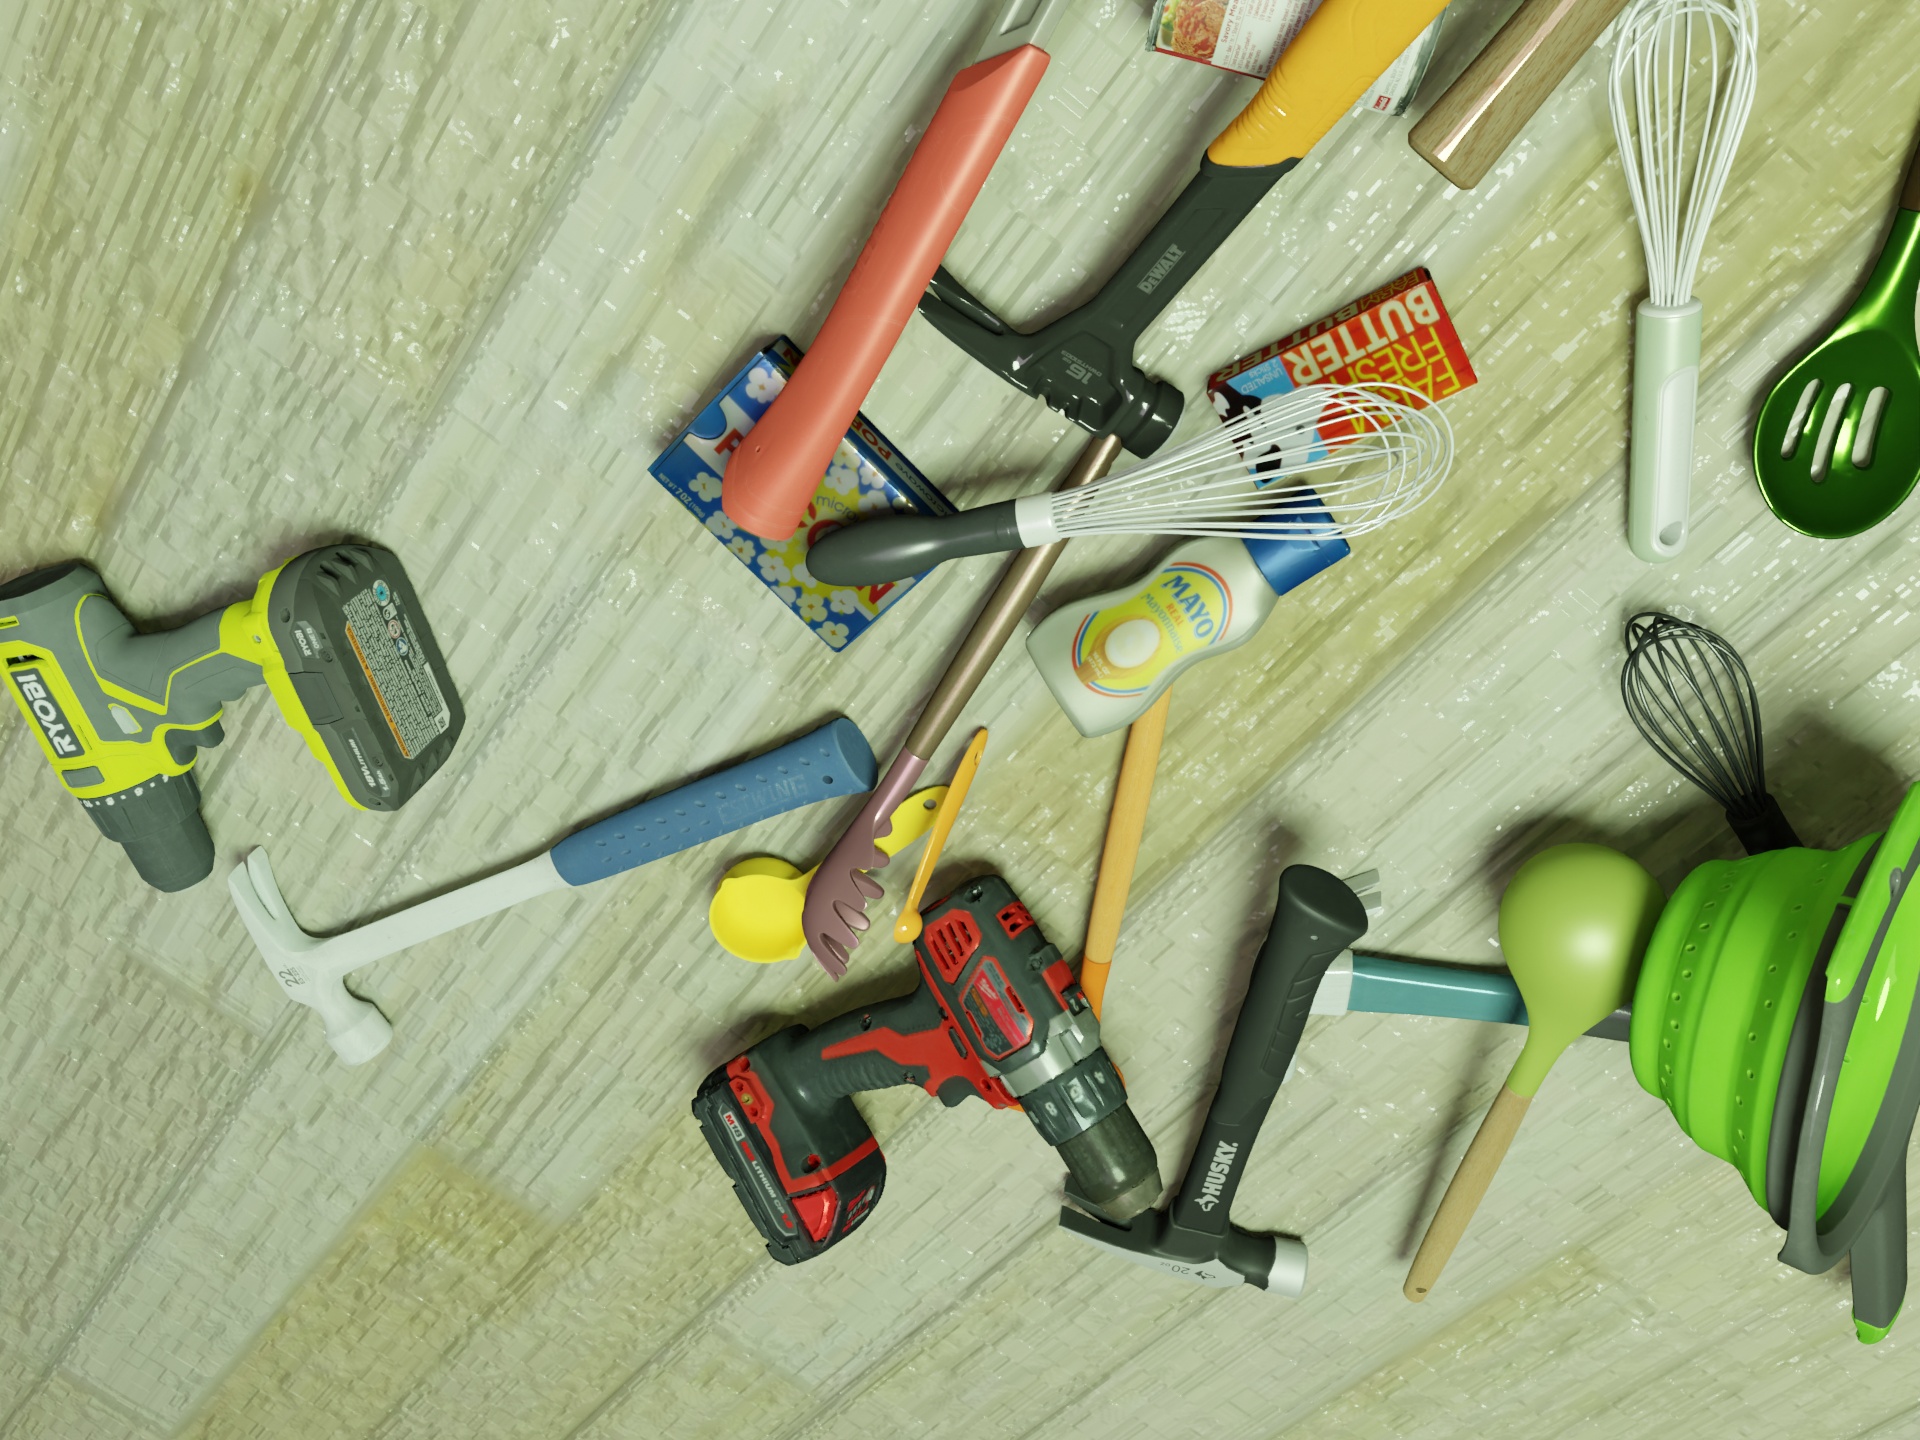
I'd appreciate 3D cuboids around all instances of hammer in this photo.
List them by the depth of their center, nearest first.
[{"bbox_3d":[0.271,-0.319,0.518,0.130,0.031,0.331,17,124,-41],"label":"hammer"},{"bbox_3d":[0.115,-0.227,0.577,0.127,0.034,0.336,28,140,-17],"label":"hammer"},{"bbox_3d":[0.003,-0.215,0.614,0.036,0.149,0.359,5,128,-43],"label":"hammer"},{"bbox_3d":[0.316,0.147,0.813,0.331,0.033,0.128,5,120,8],"label":"hammer"},{"bbox_3d":[0.143,0.196,0.835,0.146,0.035,0.334,12,132,5],"label":"hammer"},{"bbox_3d":[-0.232,0.080,0.882,0.405,0.035,0.144,-21,112,21],"label":"hammer"}]

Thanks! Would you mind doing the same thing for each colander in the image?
[{"bbox_3d":[0.387,0.179,0.742,0.095,0.204,0.396,17,147,41],"label":"colander"}]

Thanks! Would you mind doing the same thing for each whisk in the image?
[{"bbox_3d":[0.286,-0.174,0.638,0.058,0.059,0.246,-18,121,-11],"label":"whisk"},{"bbox_3d":[0.065,-0.093,0.683,0.284,0.070,0.070,-9,116,16],"label":"whisk"},{"bbox_3d":[0.370,0.042,0.738,0.055,0.055,0.238,-30,113,24],"label":"whisk"}]

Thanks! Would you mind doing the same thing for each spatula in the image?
[{"bbox_3d":[0.077,0.099,0.841,0.081,0.041,0.322,12,116,6],"label":"spatula"}]

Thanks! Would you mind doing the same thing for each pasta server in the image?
[{"bbox_3d":[-0.001,-0.002,0.777,0.040,0.060,0.316,31,111,-1],"label":"pasta server"}]

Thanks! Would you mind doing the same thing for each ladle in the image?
[{"bbox_3d":[0.276,0.193,0.811,0.078,0.062,0.320,10,128,3],"label":"ladle"}]

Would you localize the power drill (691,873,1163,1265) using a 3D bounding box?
[{"bbox_3d":[-0.015,0.211,0.854,0.226,0.080,0.188,-36,81,25],"label":"power drill"}]

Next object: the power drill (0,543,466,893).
[{"bbox_3d":[-0.389,0.001,0.848,0.228,0.080,0.190,-7,116,18],"label":"power drill"}]

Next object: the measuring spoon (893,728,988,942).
[{"bbox_3d":[-0.007,0.059,0.805,0.011,0.021,0.117,21,87,21],"label":"measuring spoon"}]

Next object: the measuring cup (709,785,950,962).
[{"bbox_3d":[-0.067,0.075,0.859,0.156,0.029,0.062,-34,111,13],"label":"measuring cup"}]

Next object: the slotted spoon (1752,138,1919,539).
[{"bbox_3d":[0.377,-0.220,0.604,0.070,0.031,0.313,10,118,5],"label":"slotted spoon"}]
